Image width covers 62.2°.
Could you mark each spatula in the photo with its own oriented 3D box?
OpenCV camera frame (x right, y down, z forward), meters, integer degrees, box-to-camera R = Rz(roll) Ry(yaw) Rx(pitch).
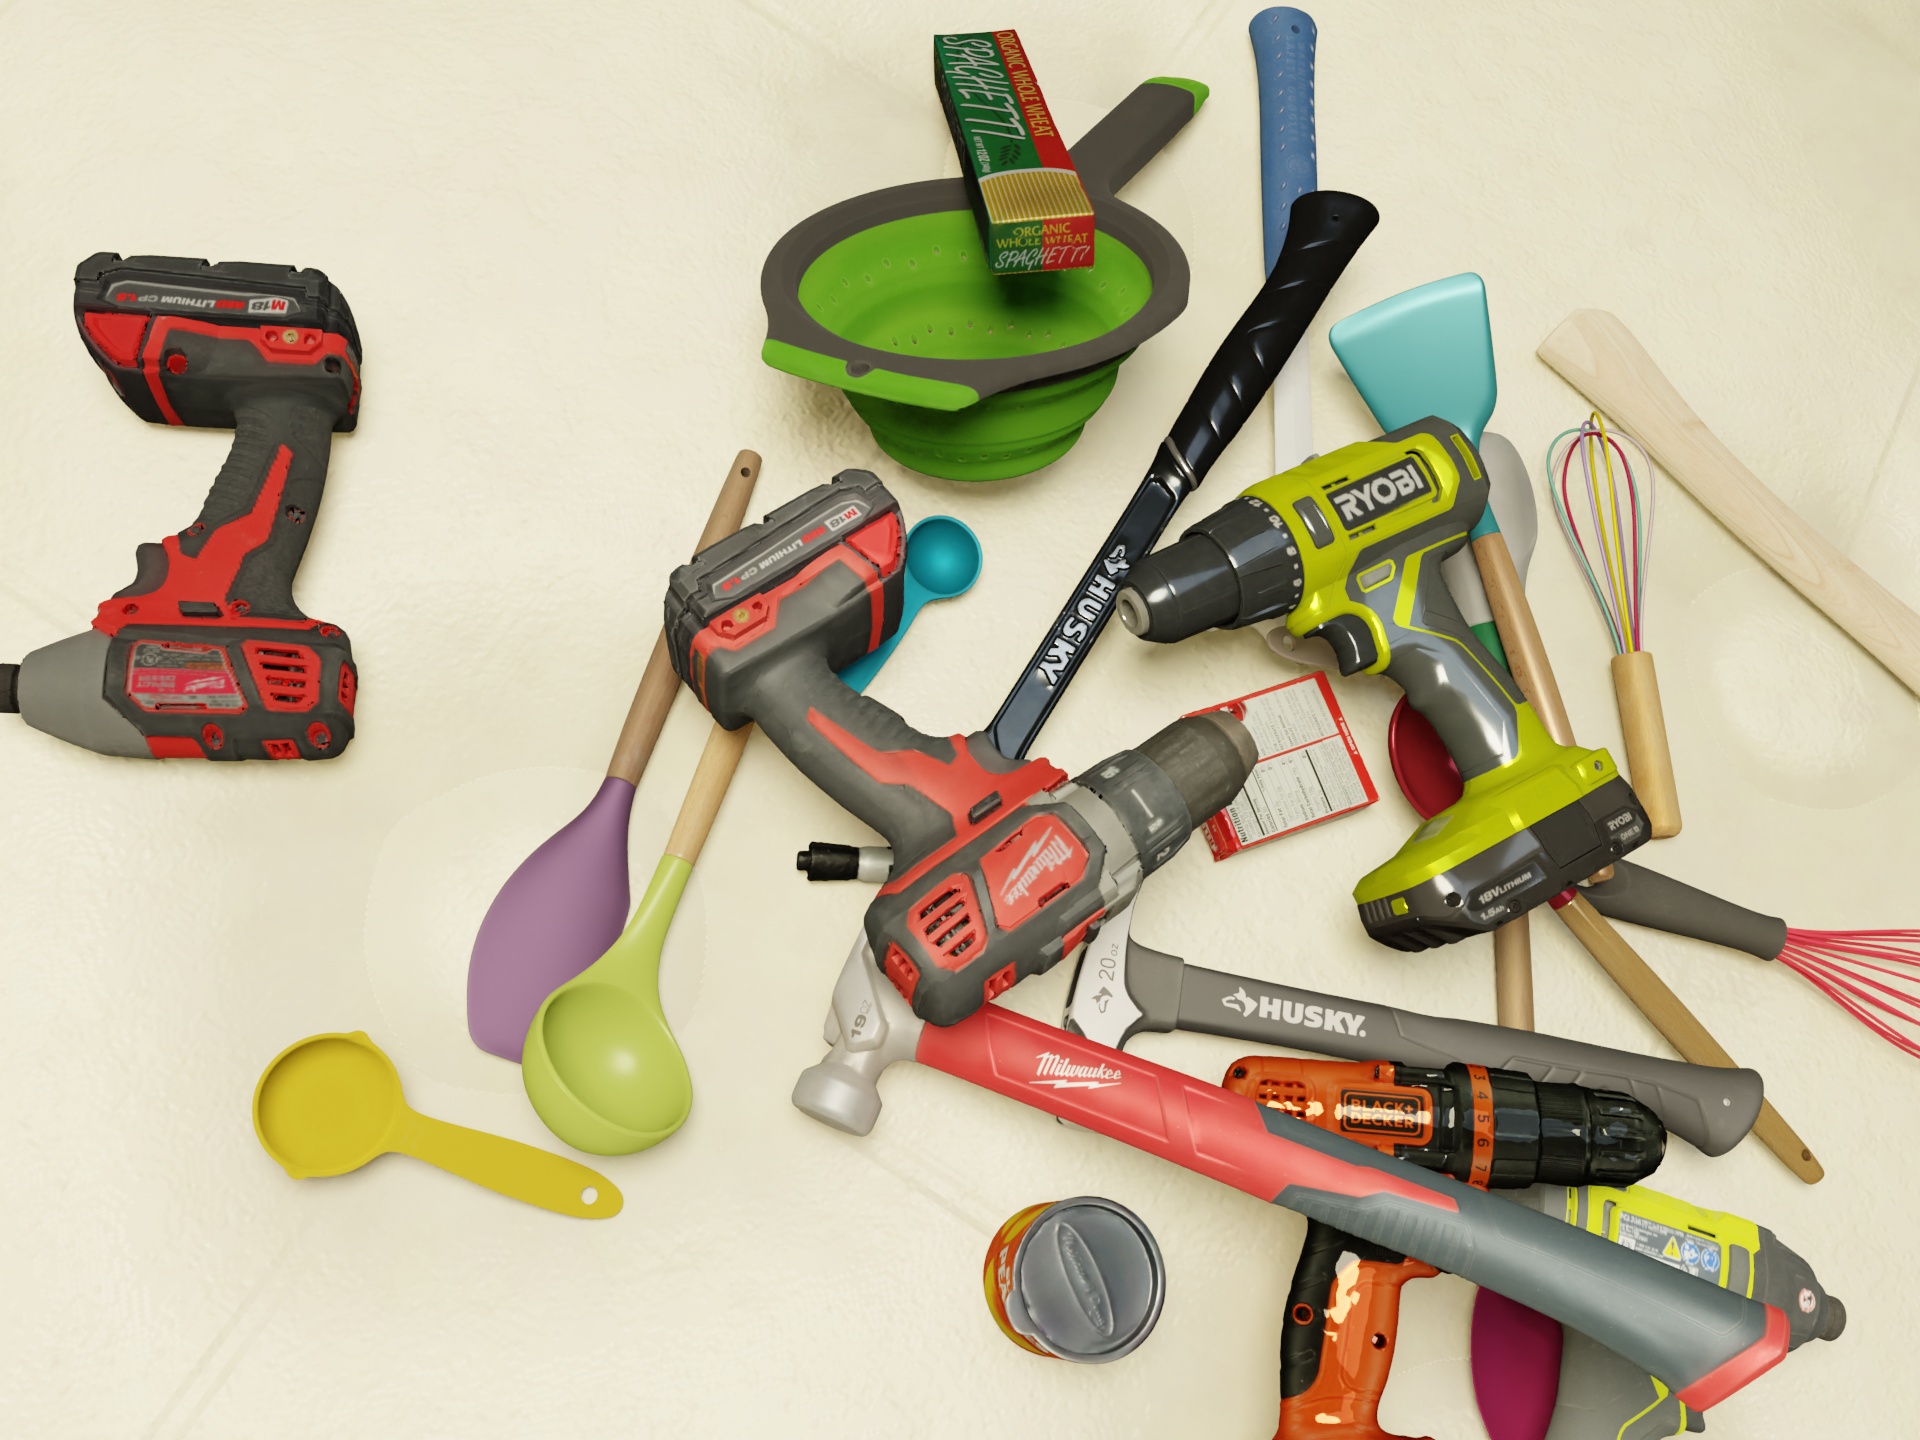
[{"bbox_3d":[-0.151,0.005,0.741,0.059,0.018,0.316,24,67,-14],"label":"spatula"},{"bbox_3d":[0.274,-0.072,0.811,0.082,0.044,0.318,-18,74,17],"label":"spatula"}]

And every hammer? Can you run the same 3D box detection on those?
[{"bbox_3d":[0.216,0.147,0.753,0.334,0.035,0.146,11,69,-3],"label":"hammer"},{"bbox_3d":[0.129,0.161,0.645,0.386,0.038,0.143,17,69,19],"label":"hammer"},{"bbox_3d":[0.191,-0.230,0.896,0.144,0.035,0.406,7,69,-10],"label":"hammer"},{"bbox_3d":[0.489,-0.081,0.913,0.411,0.038,0.146,44,69,5],"label":"hammer"},{"bbox_3d":[0.105,-0.111,0.798,0.149,0.036,0.409,31,74,7],"label":"hammer"}]

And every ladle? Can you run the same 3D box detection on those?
[{"bbox_3d":[0.320,0.108,0.792,0.069,0.031,0.315,-40,88,-22],"label":"ladle"},{"bbox_3d":[-0.112,0.039,0.720,0.078,0.062,0.320,34,60,-29],"label":"ladle"}]

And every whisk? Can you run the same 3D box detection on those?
[{"bbox_3d":[0.363,-0.057,0.871,0.051,0.047,0.245,1,74,-14],"label":"whisk"},{"bbox_3d":[0.438,0.120,0.820,0.296,0.073,0.073,18,68,0],"label":"whisk"}]

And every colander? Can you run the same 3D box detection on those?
[{"bbox_3d":[0.045,-0.233,0.839,0.204,0.094,0.397,18,46,21],"label":"colander"}]

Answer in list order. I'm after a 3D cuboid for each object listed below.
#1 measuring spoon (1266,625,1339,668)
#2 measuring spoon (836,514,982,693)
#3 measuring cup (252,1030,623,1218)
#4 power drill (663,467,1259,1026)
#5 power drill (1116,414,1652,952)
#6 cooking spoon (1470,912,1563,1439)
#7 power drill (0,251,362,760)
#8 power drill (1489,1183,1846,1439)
[{"bbox_3d":[0.202,-0.033,0.821,0.124,0.018,0.034,7,74,-30],"label":"measuring spoon"},{"bbox_3d":[-0.037,-0.048,0.791,0.042,0.021,0.128,40,76,-10],"label":"measuring spoon"},{"bbox_3d":[-0.217,0.178,0.666,0.156,0.029,0.062,25,67,-16],"label":"measuring cup"},{"bbox_3d":[-0.001,-0.002,0.688,0.188,0.080,0.227,-33,69,-20],"label":"power drill"},{"bbox_3d":[0.194,-0.014,0.736,0.190,0.080,0.228,-24,82,-19],"label":"power drill"},{"bbox_3d":[0.273,0.189,0.775,0.068,0.017,0.319,9,69,-13],"label":"cooking spoon"},{"bbox_3d":[-0.339,-0.089,0.703,0.143,0.078,0.220,0,73,-12],"label":"power drill"},{"bbox_3d":[0.305,0.322,0.694,0.171,0.080,0.223,20,68,-9],"label":"power drill"}]
